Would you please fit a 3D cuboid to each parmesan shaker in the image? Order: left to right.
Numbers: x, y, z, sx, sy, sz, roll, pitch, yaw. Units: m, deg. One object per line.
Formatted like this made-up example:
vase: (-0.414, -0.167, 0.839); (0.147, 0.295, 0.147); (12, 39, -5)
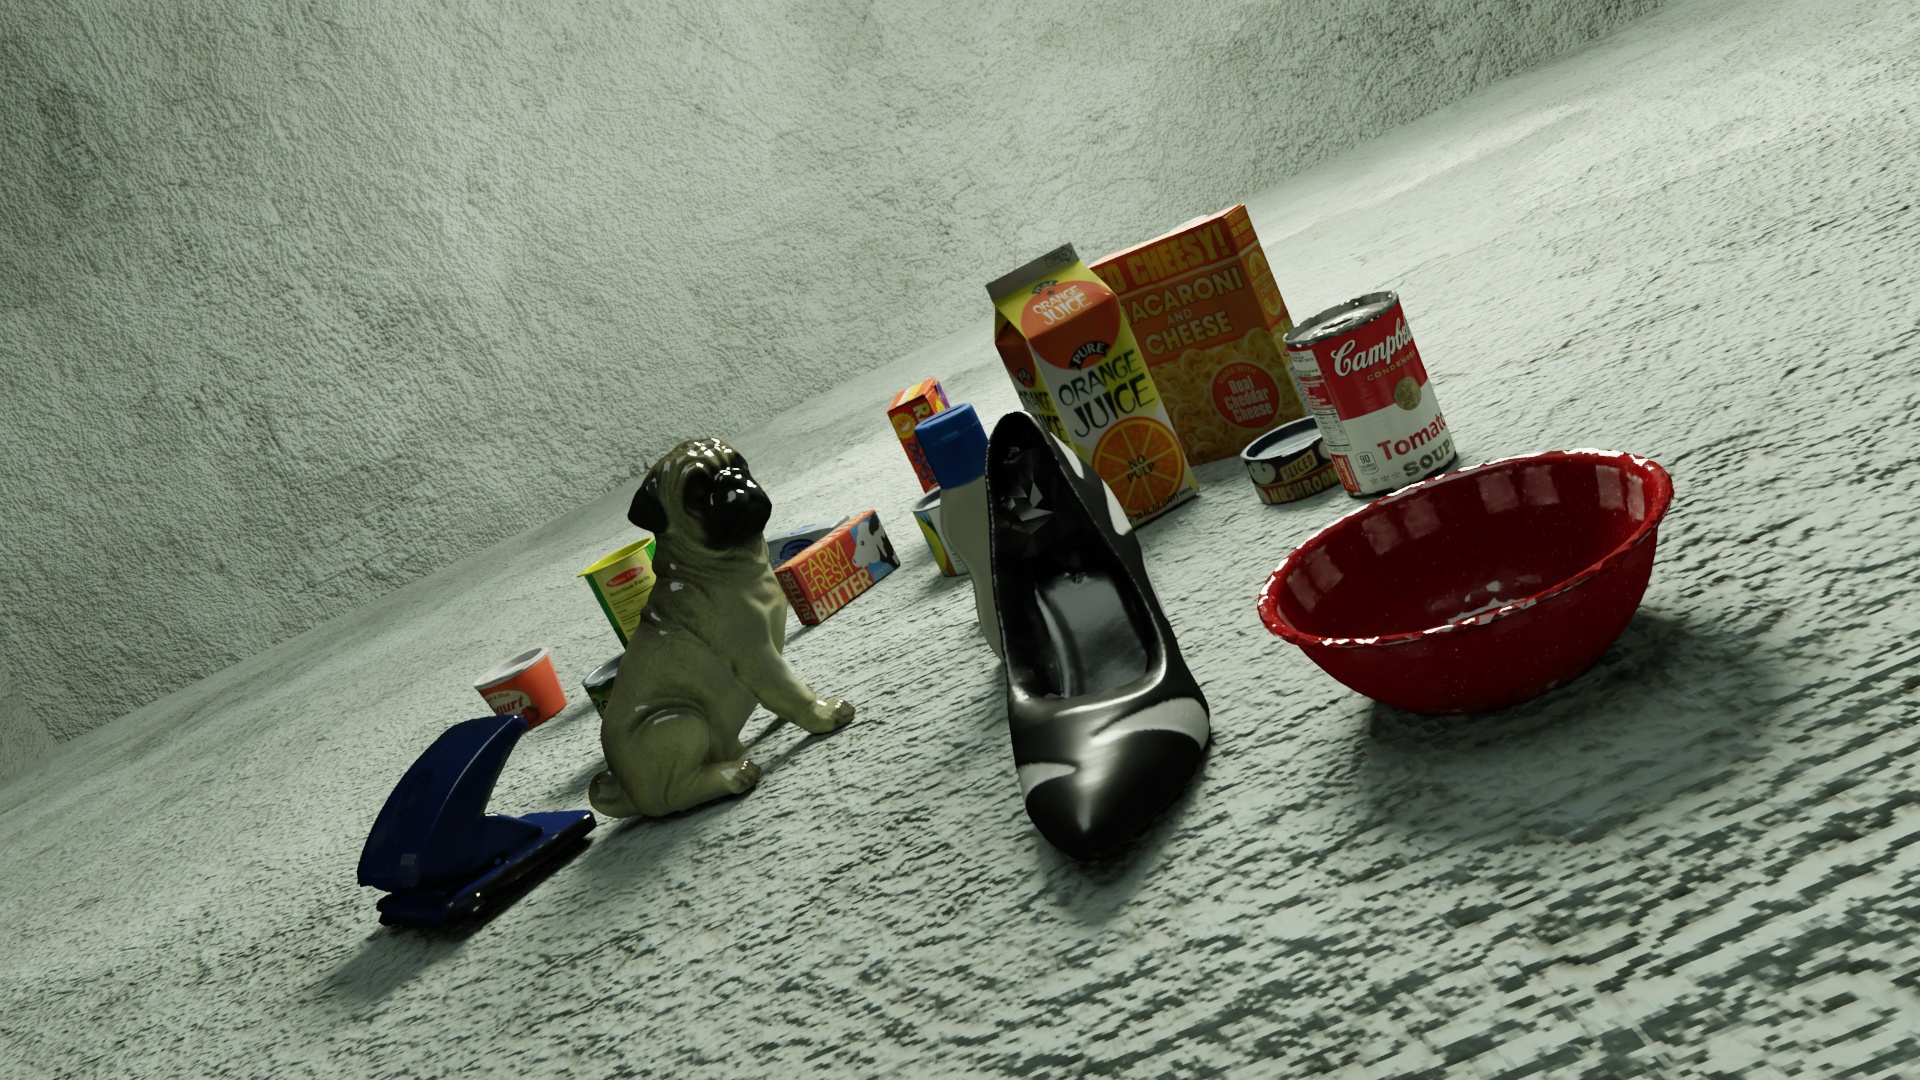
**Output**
parmesan shaker: (-0.267, 0.058, 1.171); (0.071, 0.103, 0.071); (-24, 13, 6)

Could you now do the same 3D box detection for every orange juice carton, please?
orange juice carton: (0.085, -0.103, 0.957); (0.072, 0.192, 0.073); (-28, 13, -12)

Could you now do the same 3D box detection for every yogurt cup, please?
yogurt cup: (-0.376, 0.130, 1.198); (0.072, 0.054, 0.072); (-24, 13, 6)

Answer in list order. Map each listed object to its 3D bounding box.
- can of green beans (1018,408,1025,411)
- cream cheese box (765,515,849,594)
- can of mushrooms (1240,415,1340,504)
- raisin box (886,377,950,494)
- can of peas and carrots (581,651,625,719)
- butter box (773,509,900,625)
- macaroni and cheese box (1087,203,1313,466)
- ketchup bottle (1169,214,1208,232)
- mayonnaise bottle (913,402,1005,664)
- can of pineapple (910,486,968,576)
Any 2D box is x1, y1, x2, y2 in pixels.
can of green beans: (0.075, -0.088, 1.213); (0.071, 0.057, 0.071); (-24, 13, 6)
cream cheese box: (-0.124, 0.014, 1.193); (0.103, 0.053, 0.024); (-12, 18, 45)
can of mushrooms: (0.213, -0.051, 0.870); (0.071, 0.033, 0.071); (-24, 13, 6)
raisin box: (-0.015, -0.068, 1.155); (0.040, 0.123, 0.086); (-23, 13, 11)
can of peas and carrots: (-0.226, 0.111, 0.985); (0.071, 0.058, 0.071); (-24, 13, 6)
butter box: (-0.097, 0.021, 1.113); (0.024, 0.053, 0.104); (-11, 19, 47)
macaroni and cheese box: (0.176, -0.143, 1.002); (0.123, 0.166, 0.040); (-14, 17, 41)
ketchup bottle: (0.224, -0.203, 1.190); (0.065, 0.148, 0.043); (-33, 15, -30)
mayonnaise bottle: (0.021, -0.005, 0.789); (0.065, 0.147, 0.041); (-24, 13, 4)
can of pineapple: (0.004, -0.013, 1.052); (0.071, 0.057, 0.071); (-24, 13, 6)
